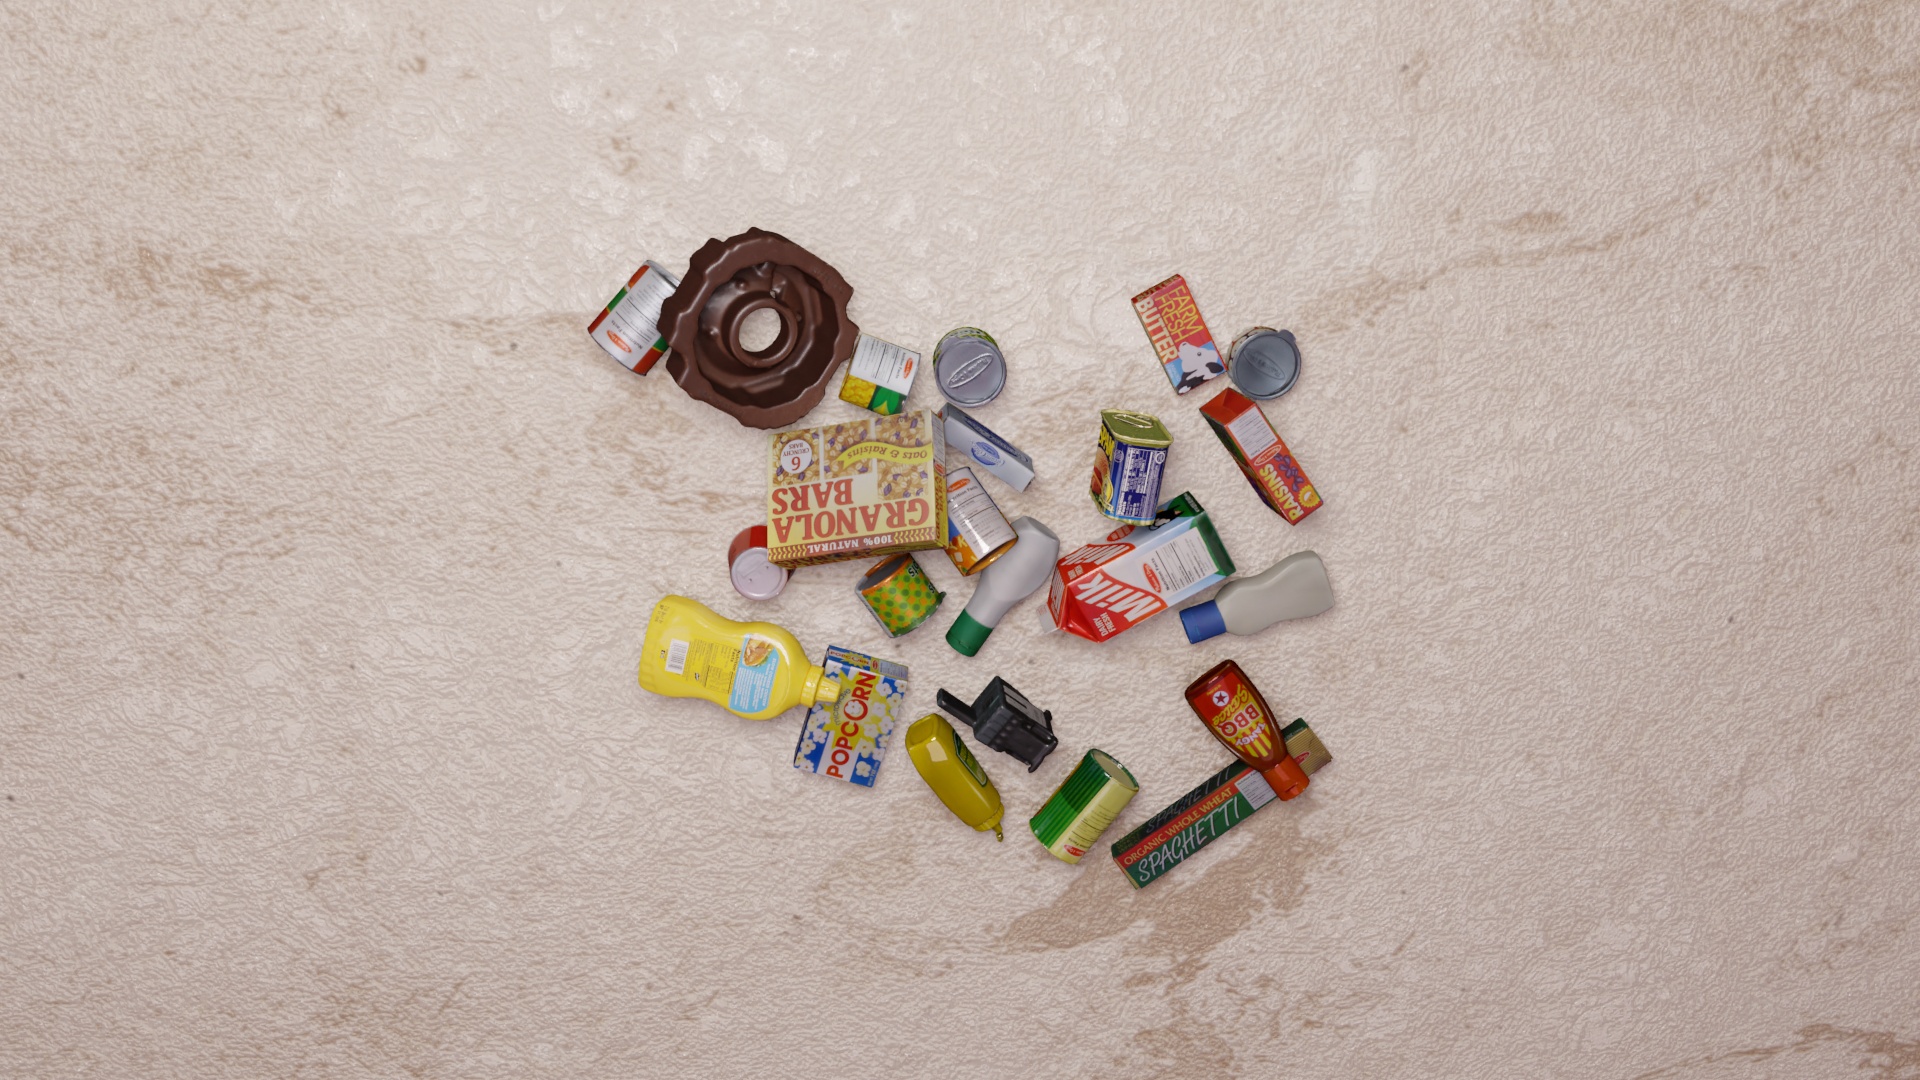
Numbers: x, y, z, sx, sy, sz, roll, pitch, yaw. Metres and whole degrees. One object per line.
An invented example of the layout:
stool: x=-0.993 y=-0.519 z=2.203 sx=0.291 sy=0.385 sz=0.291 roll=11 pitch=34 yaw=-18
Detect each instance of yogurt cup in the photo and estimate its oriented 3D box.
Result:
yogurt cup: x=-0.192 y=0.024 z=1.334 sx=0.072 sy=0.054 sz=0.072 roll=-1 pitch=107 yaw=-3

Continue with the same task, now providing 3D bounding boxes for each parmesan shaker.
parmesan shaker: x=0.129 y=0.273 z=1.432 sx=0.071 sy=0.071 sz=0.103 roll=35 pitch=102 yaw=-14

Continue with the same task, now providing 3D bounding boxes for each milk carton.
milk carton: x=0.161 y=0.034 z=1.352 sx=0.190 sy=0.072 sz=0.073 roll=-29 pitch=108 yaw=4

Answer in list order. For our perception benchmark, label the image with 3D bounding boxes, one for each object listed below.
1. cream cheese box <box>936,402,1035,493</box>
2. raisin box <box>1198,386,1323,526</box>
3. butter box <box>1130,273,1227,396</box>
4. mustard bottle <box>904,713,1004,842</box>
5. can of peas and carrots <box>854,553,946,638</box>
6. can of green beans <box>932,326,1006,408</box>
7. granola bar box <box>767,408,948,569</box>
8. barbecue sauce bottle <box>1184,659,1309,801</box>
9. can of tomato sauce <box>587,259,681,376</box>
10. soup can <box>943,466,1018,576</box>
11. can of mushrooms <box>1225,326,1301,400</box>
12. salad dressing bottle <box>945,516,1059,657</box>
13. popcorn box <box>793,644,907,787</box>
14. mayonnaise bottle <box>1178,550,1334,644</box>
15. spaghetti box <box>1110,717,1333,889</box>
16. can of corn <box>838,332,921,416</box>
cream cheese box: x=0.023 y=-0.089 z=1.312 sx=0.104 sy=0.053 sz=0.024 roll=33 pitch=108 yaw=-13
raisin box: x=0.284 y=-0.081 z=1.315 sx=0.040 sy=0.086 sz=0.123 roll=-37 pitch=107 yaw=3
butter box: x=0.205 y=-0.193 z=1.306 sx=0.053 sy=0.024 sz=0.103 roll=-27 pitch=108 yaw=6
mustard bottle: x=0.003 y=0.249 z=1.417 sx=0.049 sy=0.065 sz=0.160 roll=-31 pitch=113 yaw=12
can of peas and carrots: x=-0.058 y=0.050 z=1.345 sx=0.071 sy=0.071 sz=0.058 roll=-34 pitch=107 yaw=7
can of green beans: x=0.008 y=-0.161 z=1.285 sx=0.071 sy=0.058 sz=0.071 roll=-1 pitch=108 yaw=-3
granola bar box: x=-0.095 y=-0.045 z=1.269 sx=0.165 sy=0.039 sz=0.124 roll=-7 pitch=75 yaw=19
barbecue sauce bottle: x=0.295 y=0.196 z=1.409 sx=0.065 sy=0.044 sz=0.148 roll=-38 pitch=91 yaw=10
can of tomato sauce: x=-0.282 y=-0.201 z=1.248 sx=0.071 sy=0.071 sz=0.083 roll=40 pitch=98 yaw=-15
soup can: x=0.005 y=-0.016 z=1.313 sx=0.071 sy=0.071 sz=0.084 roll=-37 pitch=79 yaw=8
can of mushrooms: x=0.287 y=-0.170 z=1.314 sx=0.071 sy=0.033 sz=0.070 roll=-1 pitch=108 yaw=-3
salad dressing bottle: x=0.039 y=0.047 z=1.363 sx=0.064 sy=0.044 sz=0.147 roll=33 pitch=104 yaw=-8
popcorn box: x=-0.111 y=0.178 z=1.397 sx=0.085 sy=0.038 sz=0.126 roll=17 pitch=106 yaw=-8
mayonnaise bottle: x=0.294 y=0.062 z=1.387 sx=0.148 sy=0.041 sz=0.064 roll=-20 pitch=107 yaw=4
spaghetti box: x=0.272 y=0.277 z=1.460 sx=0.250 sy=0.029 sz=0.050 roll=-36 pitch=106 yaw=8
can of corn: x=-0.075 y=-0.150 z=1.281 sx=0.058 sy=0.071 sz=0.071 roll=20 pitch=106 yaw=-9
